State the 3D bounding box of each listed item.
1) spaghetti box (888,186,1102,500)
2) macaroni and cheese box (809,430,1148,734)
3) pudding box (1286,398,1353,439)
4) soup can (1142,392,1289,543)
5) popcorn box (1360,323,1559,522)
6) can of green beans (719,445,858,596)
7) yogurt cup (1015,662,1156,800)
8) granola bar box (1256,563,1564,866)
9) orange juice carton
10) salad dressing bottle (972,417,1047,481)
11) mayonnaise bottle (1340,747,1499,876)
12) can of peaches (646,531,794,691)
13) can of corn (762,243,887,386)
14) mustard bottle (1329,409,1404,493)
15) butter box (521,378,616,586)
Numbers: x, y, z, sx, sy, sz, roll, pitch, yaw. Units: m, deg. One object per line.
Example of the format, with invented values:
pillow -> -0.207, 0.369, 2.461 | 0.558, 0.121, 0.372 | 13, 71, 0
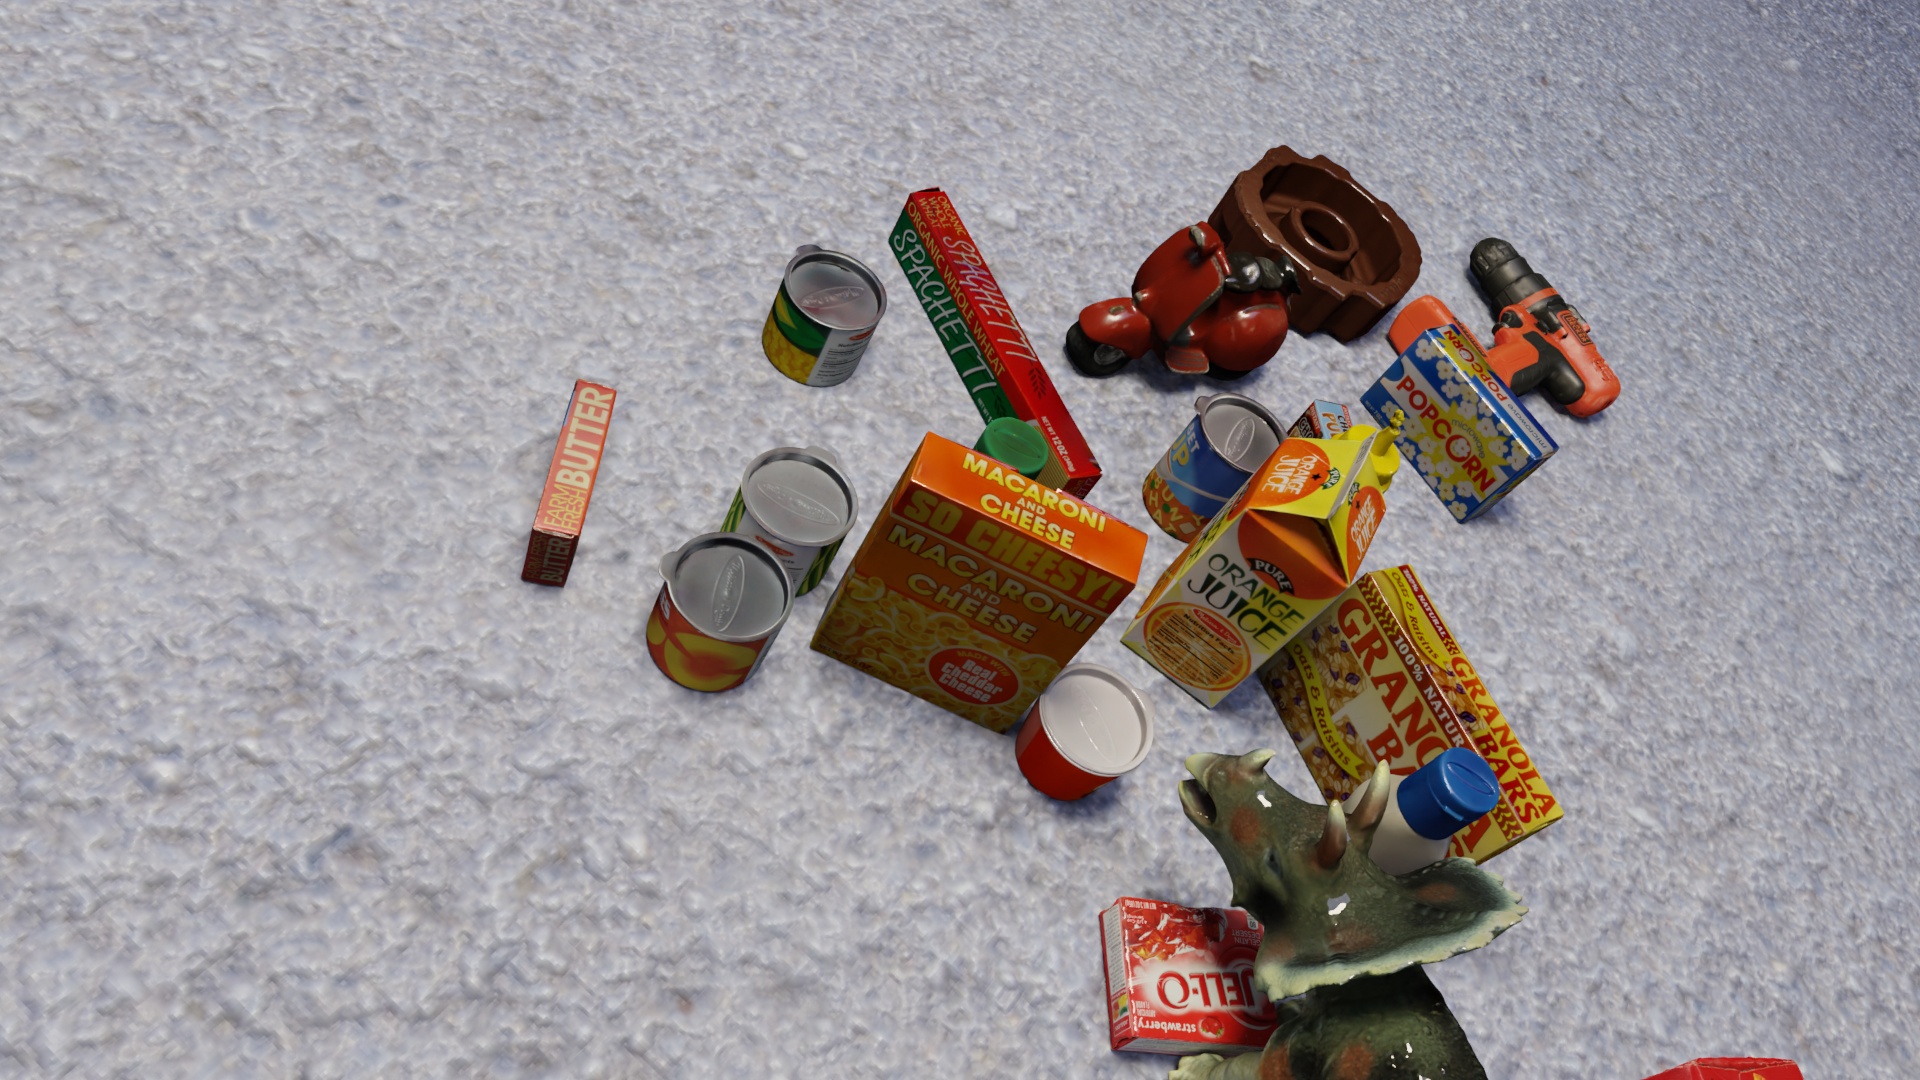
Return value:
spaghetti box -> 0.018, -0.129, 0.925 | 0.029, 0.050, 0.251 | -11, 63, -32
macaroni and cheese box -> 0.005, 0.027, 0.729 | 0.124, 0.165, 0.040 | 25, 50, -8
pudding box -> 0.261, -0.053, 0.988 | 0.030, 0.049, 0.084 | 9, 54, -20
soup can -> 0.165, -0.048, 0.916 | 0.071, 0.083, 0.072 | 13, 52, -17
popcorn box -> 0.373, -0.088, 1.045 | 0.038, 0.084, 0.127 | -20, 67, -35
can of green beans -> -0.097, -0.009, 0.778 | 0.071, 0.057, 0.071 | 13, 52, -17
yogurt cup -> 0.065, 0.109, 0.773 | 0.072, 0.053, 0.073 | 13, 52, -17
granola bar box -> 0.258, 0.115, 0.816 | 0.039, 0.123, 0.166 | -9, 61, -31
orange juice carton -> 0.177, 0.012, 0.807 | 0.073, 0.191, 0.072 | 37, 49, 3
salad dressing bottle -> 0.003, -0.010, 0.767 | 0.064, 0.147, 0.044 | 30, 49, -4
mayonnaise bottle -> 0.231, 0.160, 0.755 | 0.065, 0.147, 0.041 | 33, 49, -1
can of peaches -> -0.129, 0.037, 0.728 | 0.071, 0.057, 0.071 | 13, 52, -17
can of corn -> -0.088, -0.142, 0.877 | 0.071, 0.058, 0.071 | 13, 52, -17
mustard bottle -> 0.234, -0.029, 0.885 | 0.049, 0.159, 0.065 | 46, 50, 10
butter box -> -0.209, -0.031, 0.742 | 0.024, 0.052, 0.104 | 15, 52, -16
